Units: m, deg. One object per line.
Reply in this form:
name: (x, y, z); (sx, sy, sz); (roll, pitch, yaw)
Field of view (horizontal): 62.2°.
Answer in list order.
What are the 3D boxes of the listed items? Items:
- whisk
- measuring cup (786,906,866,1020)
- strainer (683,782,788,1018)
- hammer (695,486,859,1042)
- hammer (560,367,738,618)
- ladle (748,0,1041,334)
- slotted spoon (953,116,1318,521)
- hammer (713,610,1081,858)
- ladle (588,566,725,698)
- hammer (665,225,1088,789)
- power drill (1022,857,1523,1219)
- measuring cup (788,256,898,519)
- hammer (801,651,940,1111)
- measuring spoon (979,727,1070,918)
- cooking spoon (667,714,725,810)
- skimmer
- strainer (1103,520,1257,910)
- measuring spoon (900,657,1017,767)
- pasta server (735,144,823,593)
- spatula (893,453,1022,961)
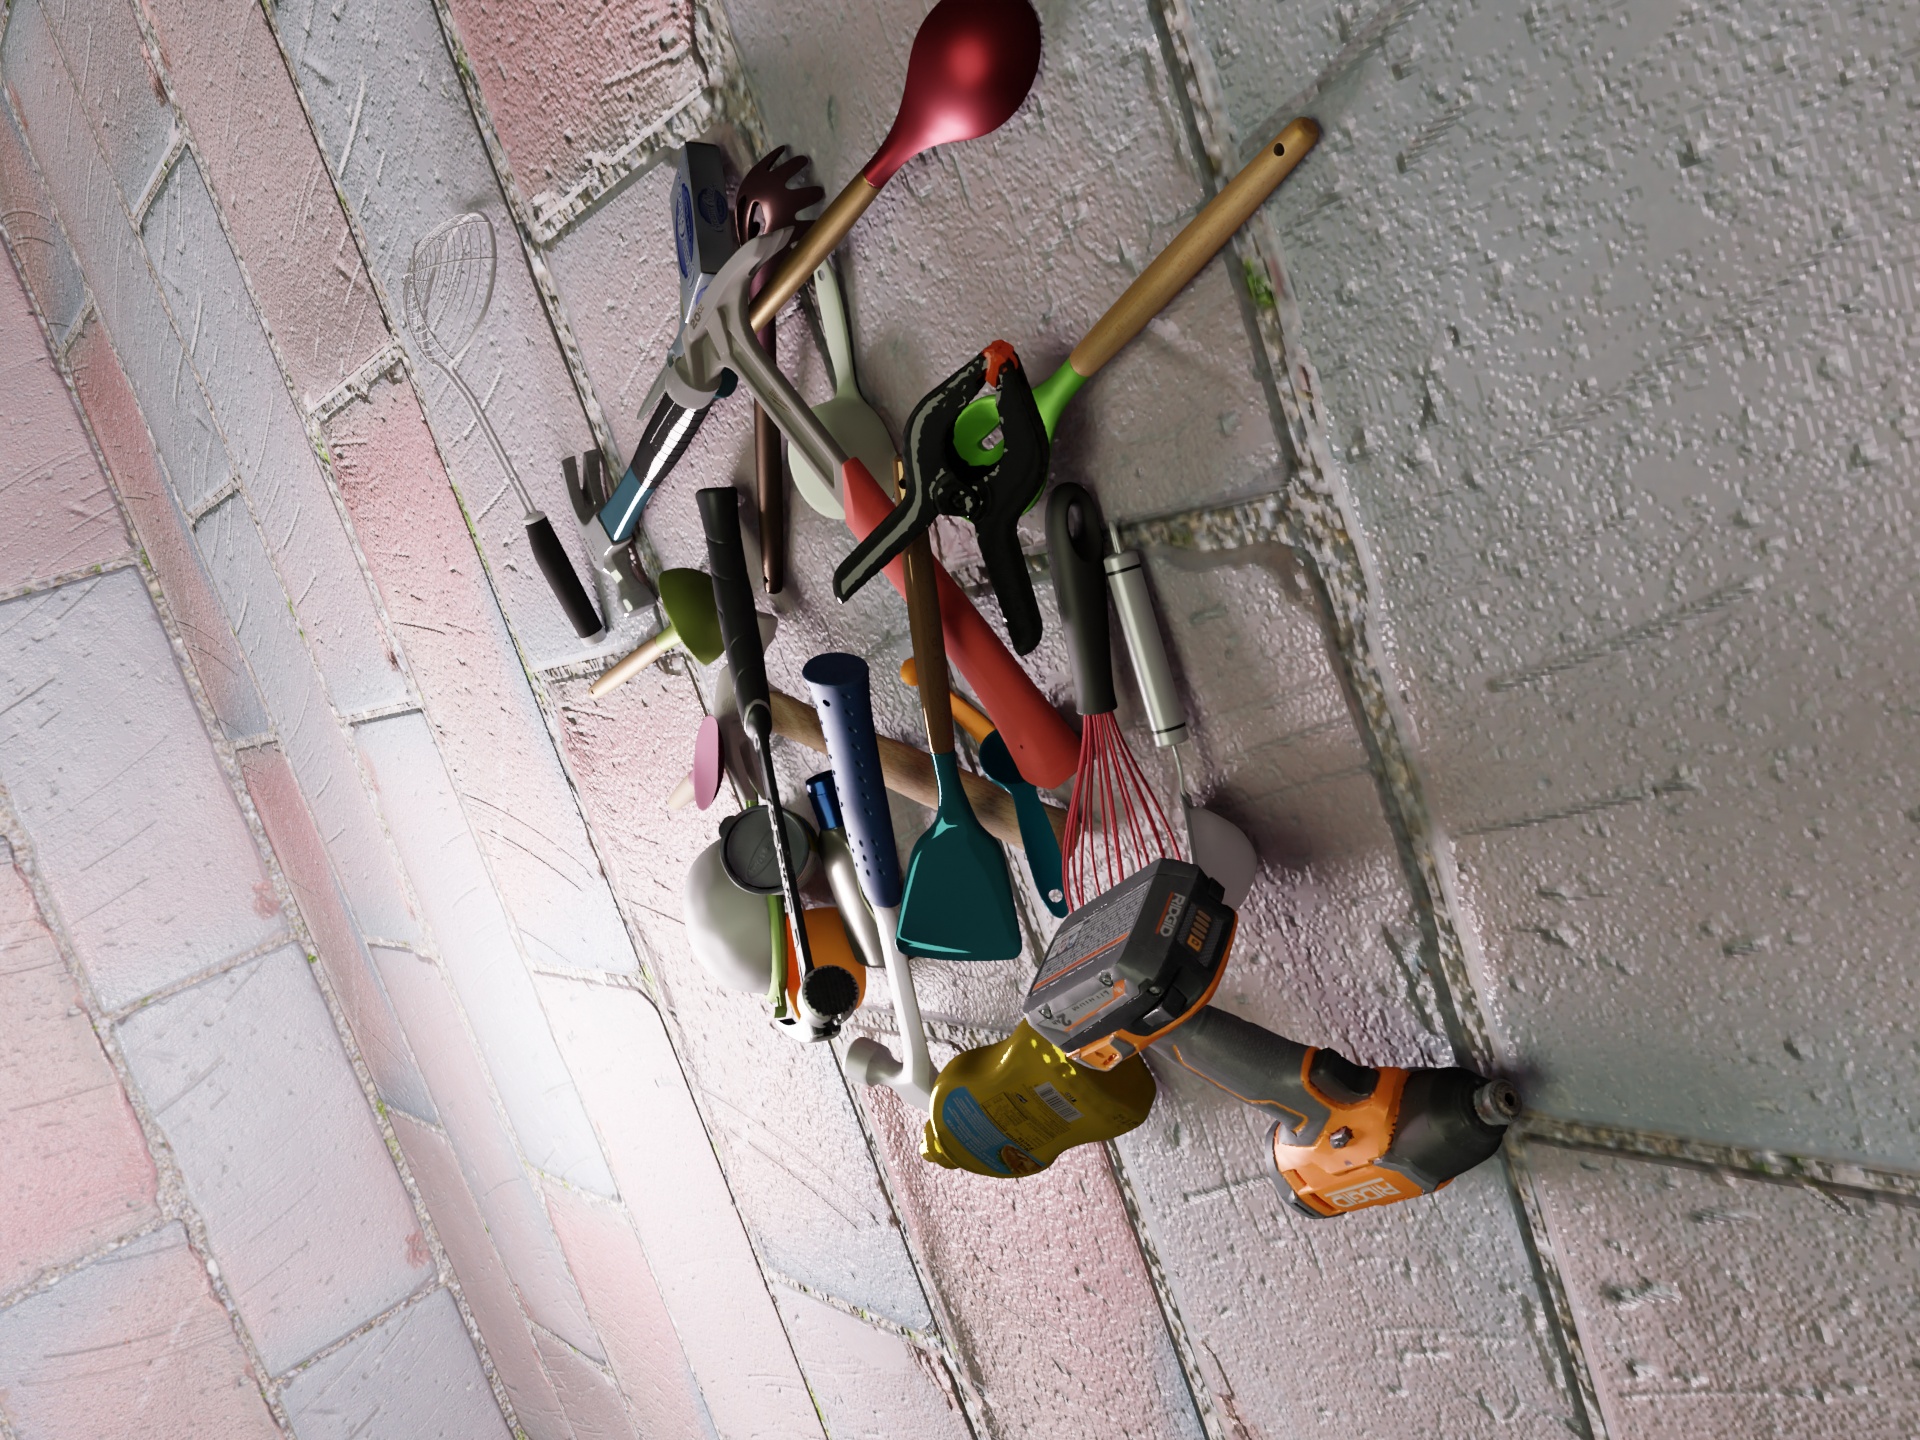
whisk: (0.081, 0.012, 0.902); (0.073, 0.073, 0.295); (7, 111, 50)
measuring cup: (-0.117, 0.157, 1.262); (0.095, 0.052, 0.174); (104, 153, -48)
strainer: (-0.188, 0.104, 1.261); (0.152, 0.069, 0.256); (-147, 51, -69)
hammer: (-0.133, 0.020, 1.081); (0.149, 0.036, 0.409); (118, 141, -64)
hammer: (-0.227, -0.188, 1.173); (0.128, 0.033, 0.331); (61, 149, 3)
ladle: (-0.061, -0.291, 0.891); (0.315, 0.031, 0.069); (-32, 88, 50)
slotted spoon: (0.077, -0.193, 0.806); (0.070, 0.031, 0.313); (59, 143, 6)
hammer: (-0.055, 0.028, 1.083); (0.331, 0.031, 0.130); (23, 104, 38)
ladle: (-0.263, -0.054, 1.304); (0.320, 0.062, 0.078); (-23, 92, 58)
hammer: (-0.038, -0.113, 0.948); (0.359, 0.037, 0.149); (52, 139, 2)
power drill: (0.164, 0.169, 0.816); (0.226, 0.084, 0.164); (36, 143, -9)
measuring cup: (-0.084, -0.205, 0.992); (0.083, 0.038, 0.167); (20, 128, 45)
hammer: (-0.045, 0.129, 1.077); (0.144, 0.035, 0.405); (16, 134, 29)
measuring spoon: (0.043, 0.064, 0.972); (0.021, 0.042, 0.129); (91, 164, -65)
cooking spoon: (-0.209, 0.048, 1.252); (0.319, 0.017, 0.069); (151, 120, -72)
skimmer: (-0.364, -0.239, 1.342); (0.127, 0.090, 0.363); (4, 124, 48)
strainer: (0.119, 0.015, 0.869); (0.087, 0.050, 0.258); (-46, -61, -81)
measuring spoon: (-0.002, -0.003, 1.036); (0.117, 0.011, 0.021); (41, 139, 29)
pasta server: (-0.122, -0.216, 1.049); (0.060, 0.040, 0.316); (37, 141, 33)
spatula: (-0.015, -0.001, 0.941); (0.082, 0.044, 0.317); (0, 117, 16)
